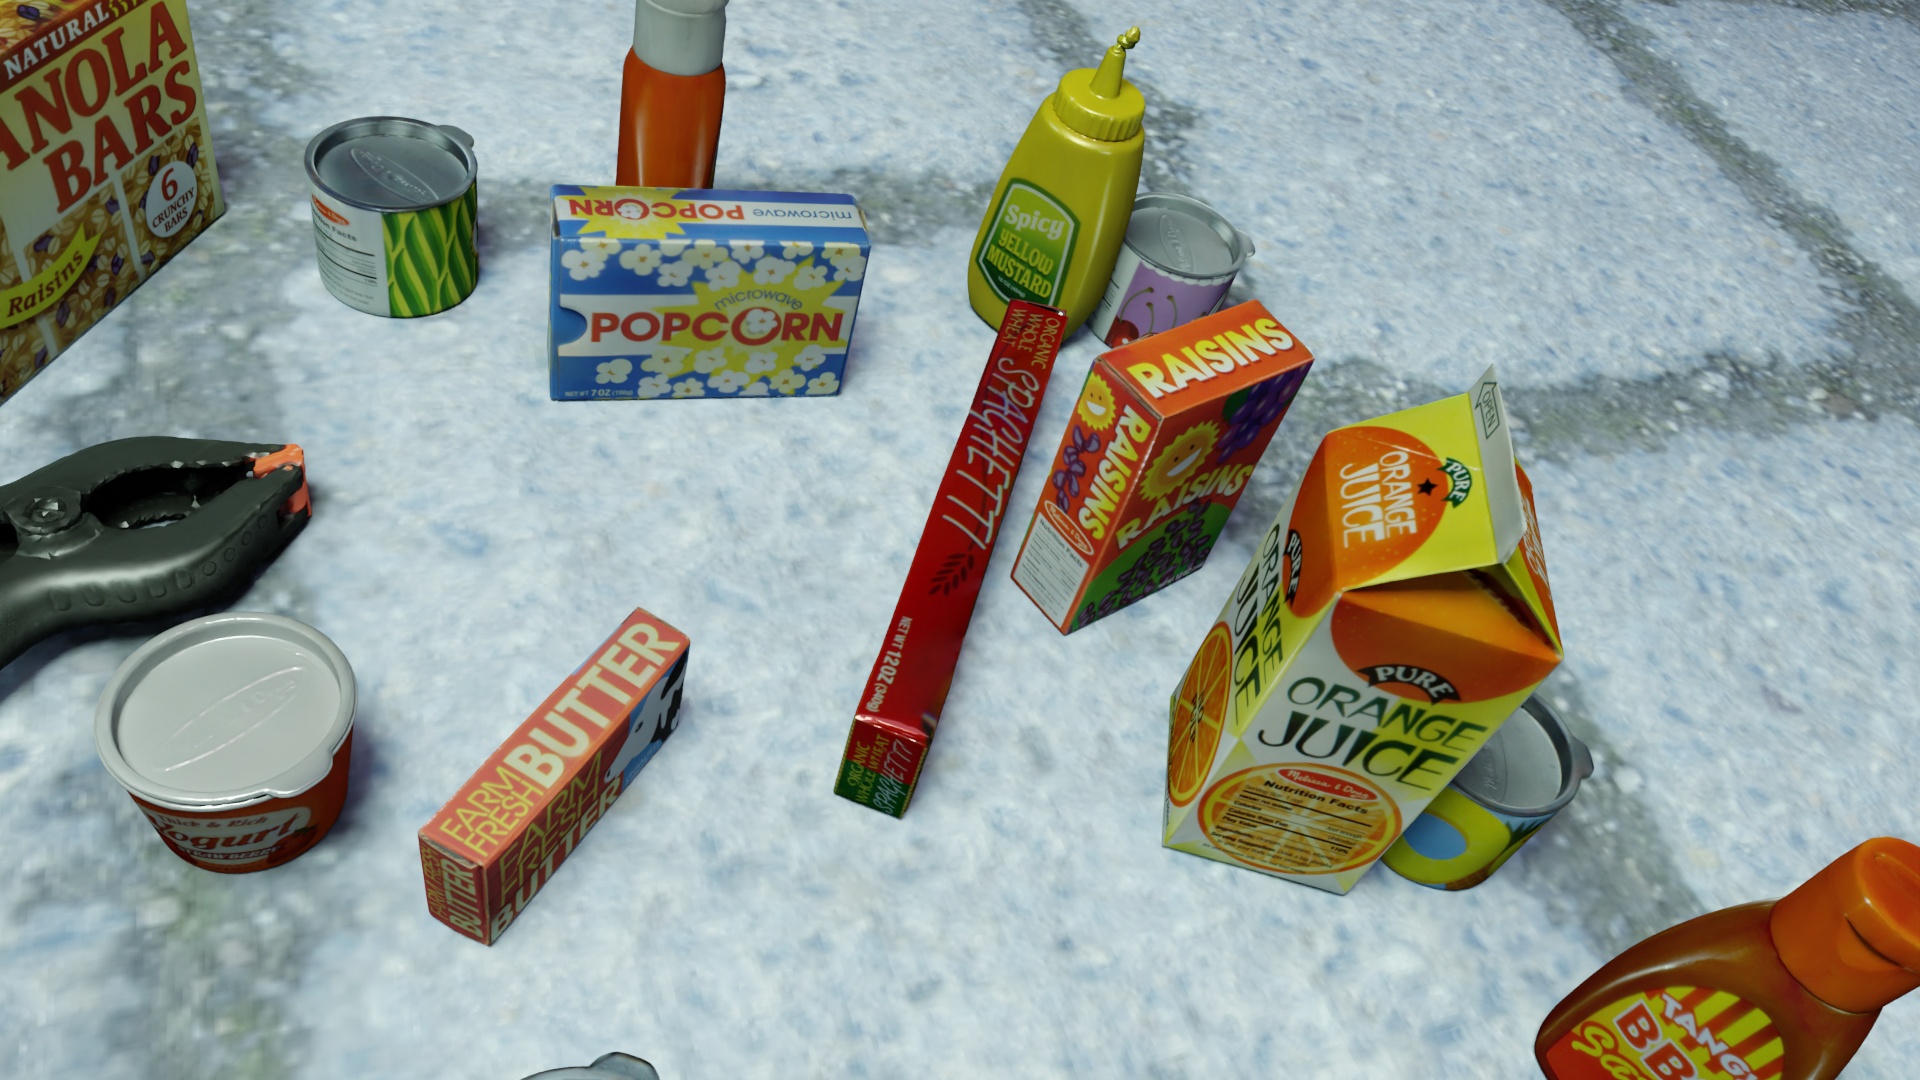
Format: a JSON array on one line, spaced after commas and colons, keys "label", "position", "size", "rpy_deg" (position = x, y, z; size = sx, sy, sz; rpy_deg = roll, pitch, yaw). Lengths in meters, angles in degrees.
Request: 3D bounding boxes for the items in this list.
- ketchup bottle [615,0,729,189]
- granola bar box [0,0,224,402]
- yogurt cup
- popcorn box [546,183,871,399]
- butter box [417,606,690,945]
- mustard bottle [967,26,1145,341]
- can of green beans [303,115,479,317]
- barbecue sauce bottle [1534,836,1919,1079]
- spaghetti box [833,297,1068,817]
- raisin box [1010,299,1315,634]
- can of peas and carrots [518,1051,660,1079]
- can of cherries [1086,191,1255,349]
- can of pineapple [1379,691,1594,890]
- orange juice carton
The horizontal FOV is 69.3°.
[{"label": "ketchup bottle", "position": [-0.126, -0.178, 0.600], "size": [0.043, 0.148, 0.065], "rpy_deg": [0, 49, -17]}, {"label": "granola bar box", "position": [-0.345, -0.133, 0.507], "size": [0.039, 0.123, 0.166], "rpy_deg": [19, 46, 0]}, {"label": "yogurt cup", "position": [-0.216, 0.063, 0.418], "size": [0.072, 0.053, 0.073], "rpy_deg": [9, 47, -10]}, {"label": "popcorn box", "position": [-0.107, -0.102, 0.581], "size": [0.127, 0.084, 0.038], "rpy_deg": [-3, 50, -20]}, {"label": "butter box", "position": [-0.125, 0.073, 0.439], "size": [0.024, 0.052, 0.104], "rpy_deg": [29, 47, 9]}, {"label": "mustard bottle", "position": [0.049, -0.162, 0.632], "size": [0.065, 0.159, 0.049], "rpy_deg": [35, 48, 15]}, {"label": "can of green beans", "position": [-0.239, -0.137, 0.590], "size": [0.071, 0.057, 0.071], "rpy_deg": [9, 47, -10]}, {"label": "barbecue sauce bottle", "position": [0.241, 0.142, 0.426], "size": [0.044, 0.147, 0.065], "rpy_deg": [-26, 61, -34]}, {"label": "spaghetti box", "position": [0.002, -0.007, 0.553], "size": [0.029, 0.049, 0.251], "rpy_deg": [19, 46, 0]}, {"label": "raisin box", "position": [0.076, -0.028, 0.545], "size": [0.086, 0.122, 0.040], "rpy_deg": [-22, 59, -32]}, {"label": "can of peas and carrots", "position": [-0.099, 0.174, 0.351], "size": [0.071, 0.058, 0.071], "rpy_deg": [9, 47, -10]}, {"label": "can of cherries", "position": [0.103, -0.129, 0.690], "size": [0.071, 0.058, 0.072], "rpy_deg": [9, 47, -10]}, {"label": "can of pineapple", "position": [0.188, 0.089, 0.519], "size": [0.071, 0.057, 0.071], "rpy_deg": [9, 47, -10]}, {"label": "orange juice carton", "position": [0.133, 0.034, 0.459], "size": [0.073, 0.191, 0.072], "rpy_deg": [16, 46, -4]}]
